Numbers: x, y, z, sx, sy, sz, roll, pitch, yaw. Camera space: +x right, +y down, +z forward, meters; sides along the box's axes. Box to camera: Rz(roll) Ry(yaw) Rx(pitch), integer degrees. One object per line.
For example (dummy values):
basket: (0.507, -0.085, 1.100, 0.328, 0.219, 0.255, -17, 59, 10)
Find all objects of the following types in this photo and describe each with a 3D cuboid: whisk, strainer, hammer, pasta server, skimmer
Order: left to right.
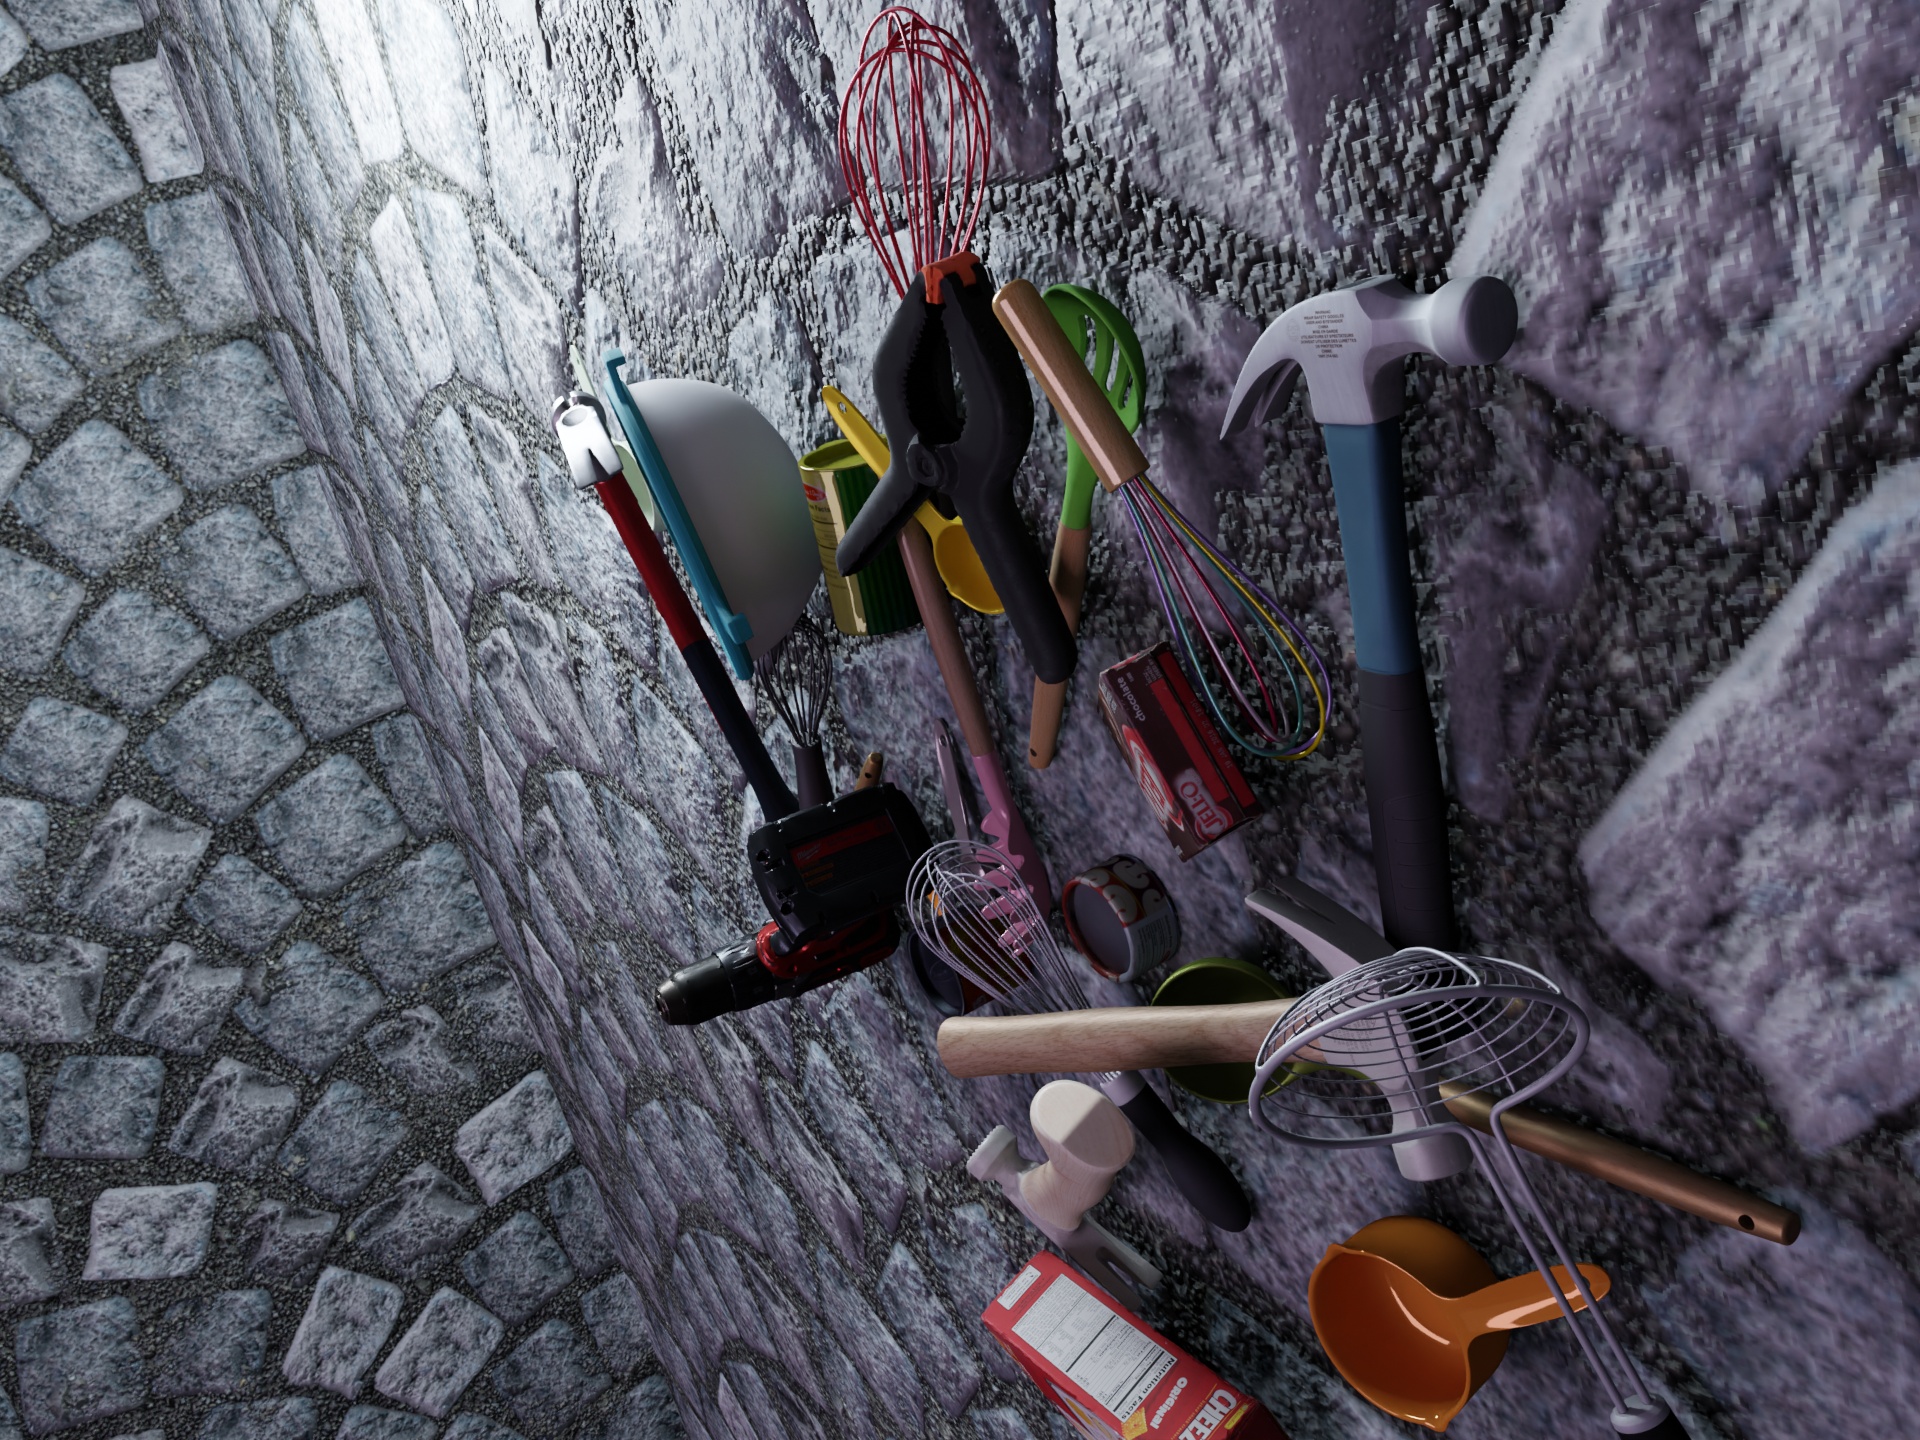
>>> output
hammer: (-0.191, -0.049, 1.161, 0.385, 0.038, 0.143, 67, 173, -34)
strainer: (-0.150, -0.132, 1.096, 0.340, 0.095, 0.211, 122, 122, -83)
whisk: (-0.112, 0.016, 1.175, 0.055, 0.055, 0.238, 42, 149, 40)
whisk: (-0.017, -0.213, 0.806, 0.073, 0.073, 0.295, 46, 154, 35)
pasta server: (-0.001, -0.003, 0.935, 0.060, 0.040, 0.316, 34, 146, 65)
hammer: (0.069, 0.264, 0.887, 0.146, 0.038, 0.410, 39, 164, 14)
whisk: (0.073, 0.183, 0.913, 0.284, 0.070, 0.070, 49, 153, -1)
whisk: (0.083, -0.085, 0.701, 0.245, 0.051, 0.047, 57, 162, -1)
hammer: (0.093, 0.154, 0.785, 0.331, 0.031, 0.130, -17, 90, 52)
hammer: (0.175, -0.010, 0.639, 0.128, 0.033, 0.330, 20, 128, 54)
skimmer: (0.237, 0.240, 0.614, 0.127, 0.090, 0.363, -28, 99, 22)

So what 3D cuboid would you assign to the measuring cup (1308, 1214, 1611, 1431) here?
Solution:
measuring cup: (0.238, 0.263, 0.730, 0.173, 0.052, 0.095, -43, 73, 47)

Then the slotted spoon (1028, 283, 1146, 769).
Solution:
slotted spoon: (0.055, -0.083, 0.808, 0.070, 0.031, 0.313, 43, 147, 31)

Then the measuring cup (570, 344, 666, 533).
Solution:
measuring cup: (-0.262, -0.228, 1.262, 0.168, 0.038, 0.083, 65, 153, 7)

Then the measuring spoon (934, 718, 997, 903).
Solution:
measuring spoon: (0.005, 0.058, 1.030, 0.034, 0.018, 0.124, -4, 100, 62)

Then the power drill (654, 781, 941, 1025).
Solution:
power drill: (-0.118, 0.143, 1.114, 0.080, 0.188, 0.226, 62, 156, 19)

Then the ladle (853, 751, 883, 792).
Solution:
ladle: (-0.094, 0.121, 1.236, 0.069, 0.031, 0.315, 27, 140, 6)

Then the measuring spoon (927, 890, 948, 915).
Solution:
measuring spoon: (-0.032, 0.110, 1.136, 0.117, 0.011, 0.021, 59, 152, 14)

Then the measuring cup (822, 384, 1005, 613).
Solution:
measuring cup: (-0.016, -0.126, 0.862, 0.156, 0.029, 0.062, 50, 147, 2)

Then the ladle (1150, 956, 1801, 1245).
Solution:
ladle: (0.205, 0.171, 0.705, 0.320, 0.062, 0.078, 12, 113, 55)
